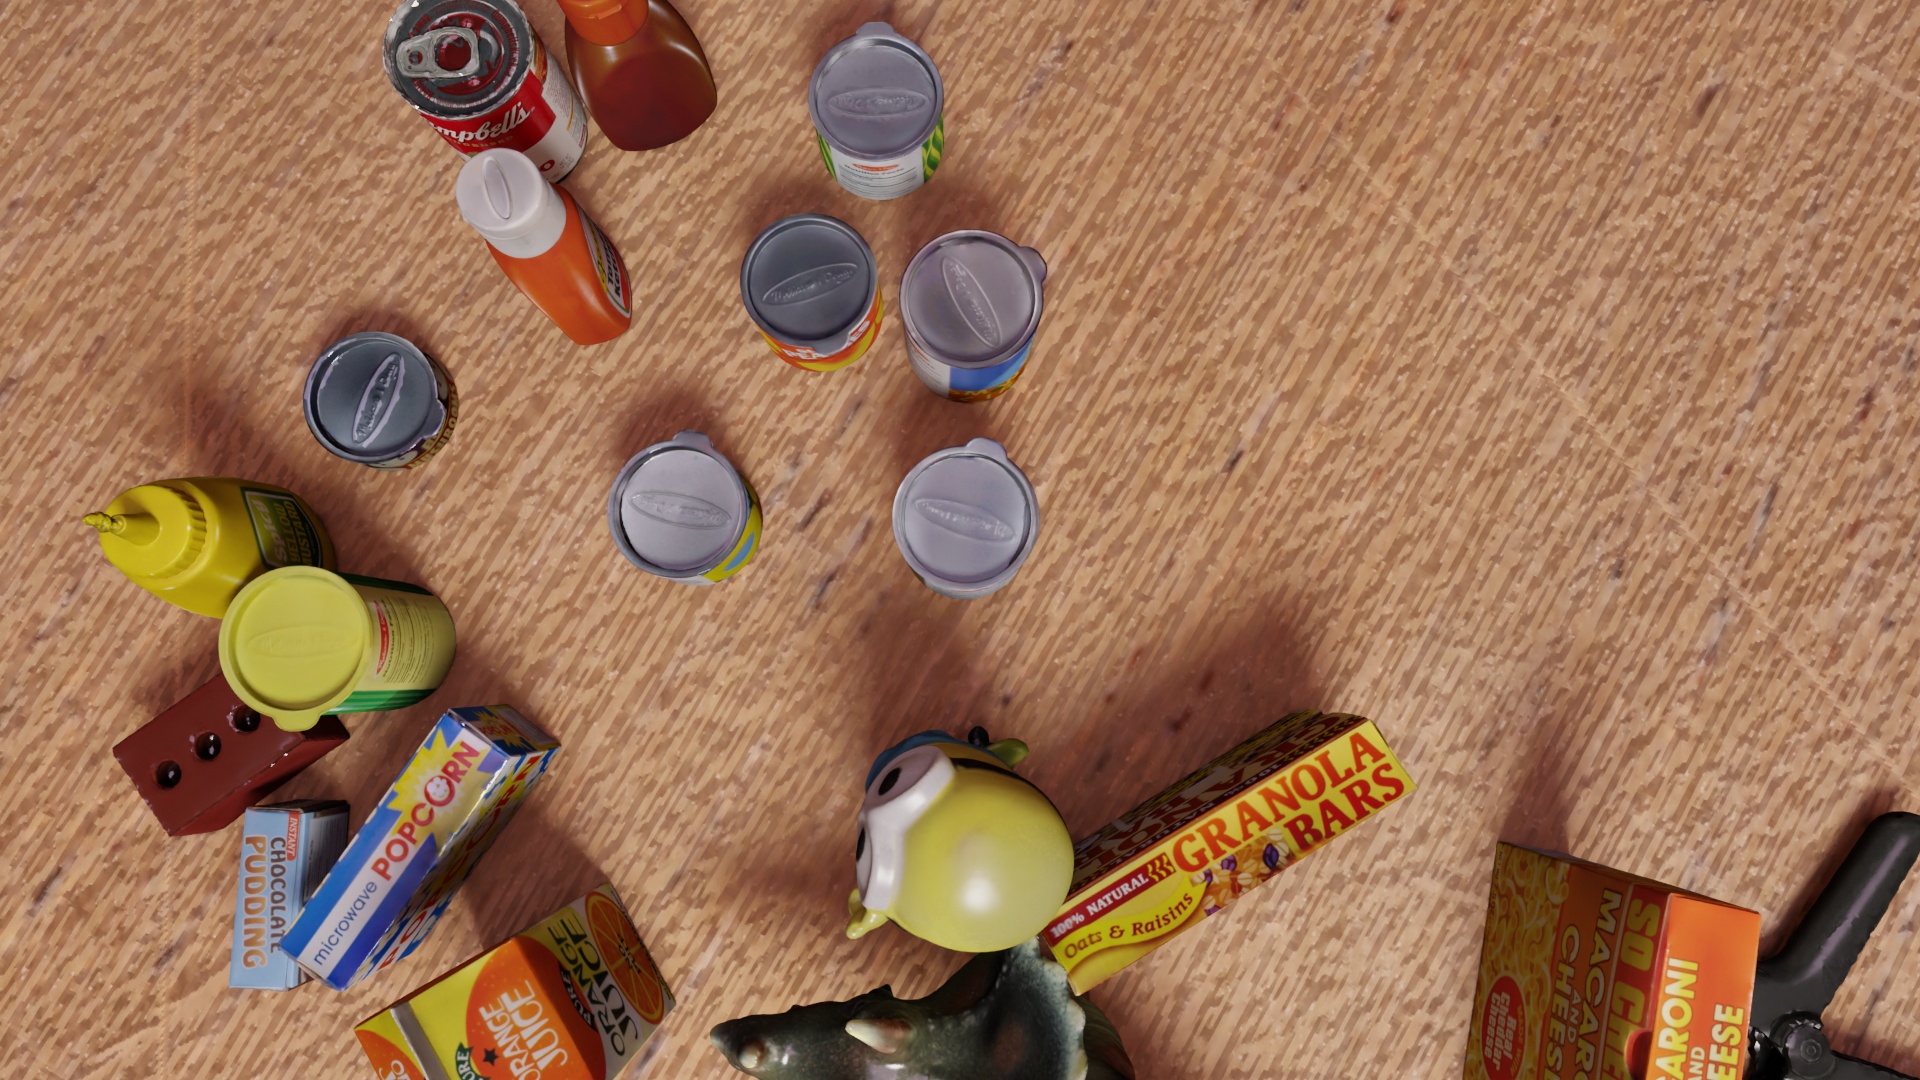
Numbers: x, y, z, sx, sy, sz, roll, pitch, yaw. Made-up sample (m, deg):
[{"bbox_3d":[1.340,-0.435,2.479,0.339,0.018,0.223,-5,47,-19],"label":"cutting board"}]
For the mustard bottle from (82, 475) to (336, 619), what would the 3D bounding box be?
[{"bbox_3d":[-0.337,0.002,0.623,0.049,0.160,0.065,-21,85,-2],"label":"mustard bottle"}]

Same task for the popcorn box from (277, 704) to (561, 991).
[{"bbox_3d":[-0.248,0.139,0.646,0.038,0.085,0.127,34,85,3],"label":"popcorn box"}]

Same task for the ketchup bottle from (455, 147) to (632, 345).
[{"bbox_3d":[-0.192,-0.137,0.645,0.043,0.148,0.065,-18,85,-2],"label":"ketchup bottle"}]

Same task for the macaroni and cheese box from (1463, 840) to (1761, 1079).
[{"bbox_3d":[0.274,0.204,0.602,0.040,0.166,0.124,11,84,1],"label":"macaroni and cheese box"}]

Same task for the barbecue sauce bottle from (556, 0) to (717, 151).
[{"bbox_3d":[-0.158,-0.234,0.657,0.065,0.148,0.043,-26,85,-3],"label":"barbecue sauce bottle"}]

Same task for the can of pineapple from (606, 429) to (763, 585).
[{"bbox_3d":[-0.132,-0.014,0.678,0.071,0.058,0.071,0,84,0],"label":"can of pineapple"}]

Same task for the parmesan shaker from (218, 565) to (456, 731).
[{"bbox_3d":[-0.286,0.051,0.647,0.071,0.103,0.071,0,84,0],"label":"parmesan shaker"}]

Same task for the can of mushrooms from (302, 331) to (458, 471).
[{"bbox_3d":[-0.287,-0.068,0.695,0.071,0.033,0.071,0,84,0],"label":"can of mushrooms"}]

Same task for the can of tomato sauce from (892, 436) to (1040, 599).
[{"bbox_3d":[0.002,-0.008,0.666,0.071,0.083,0.071,0,84,0],"label":"can of tomato sauce"}]

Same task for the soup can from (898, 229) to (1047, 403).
[{"bbox_3d":[0.007,-0.108,0.676,0.071,0.083,0.071,0,84,0],"label":"soup can"}]

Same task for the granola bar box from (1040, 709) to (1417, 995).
[{"bbox_3d":[0.108,0.134,0.630,0.166,0.124,0.039,-30,85,-3],"label":"granola bar box"}]

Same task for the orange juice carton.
[{"bbox_3d":[-0.186,0.205,0.586,0.073,0.192,0.072,-30,85,-3],"label":"orange juice carton"}]

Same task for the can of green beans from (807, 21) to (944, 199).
[{"bbox_3d":[-0.041,-0.212,0.701,0.071,0.058,0.071,0,84,0],"label":"can of green beans"}]

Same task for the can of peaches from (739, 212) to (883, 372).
[{"bbox_3d":[-0.072,-0.119,0.690,0.071,0.058,0.071,0,84,0],"label":"can of peaches"}]

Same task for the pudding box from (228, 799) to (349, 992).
[{"bbox_3d":[-0.318,0.167,0.661,0.030,0.049,0.084,2,84,0],"label":"pudding box"}]
